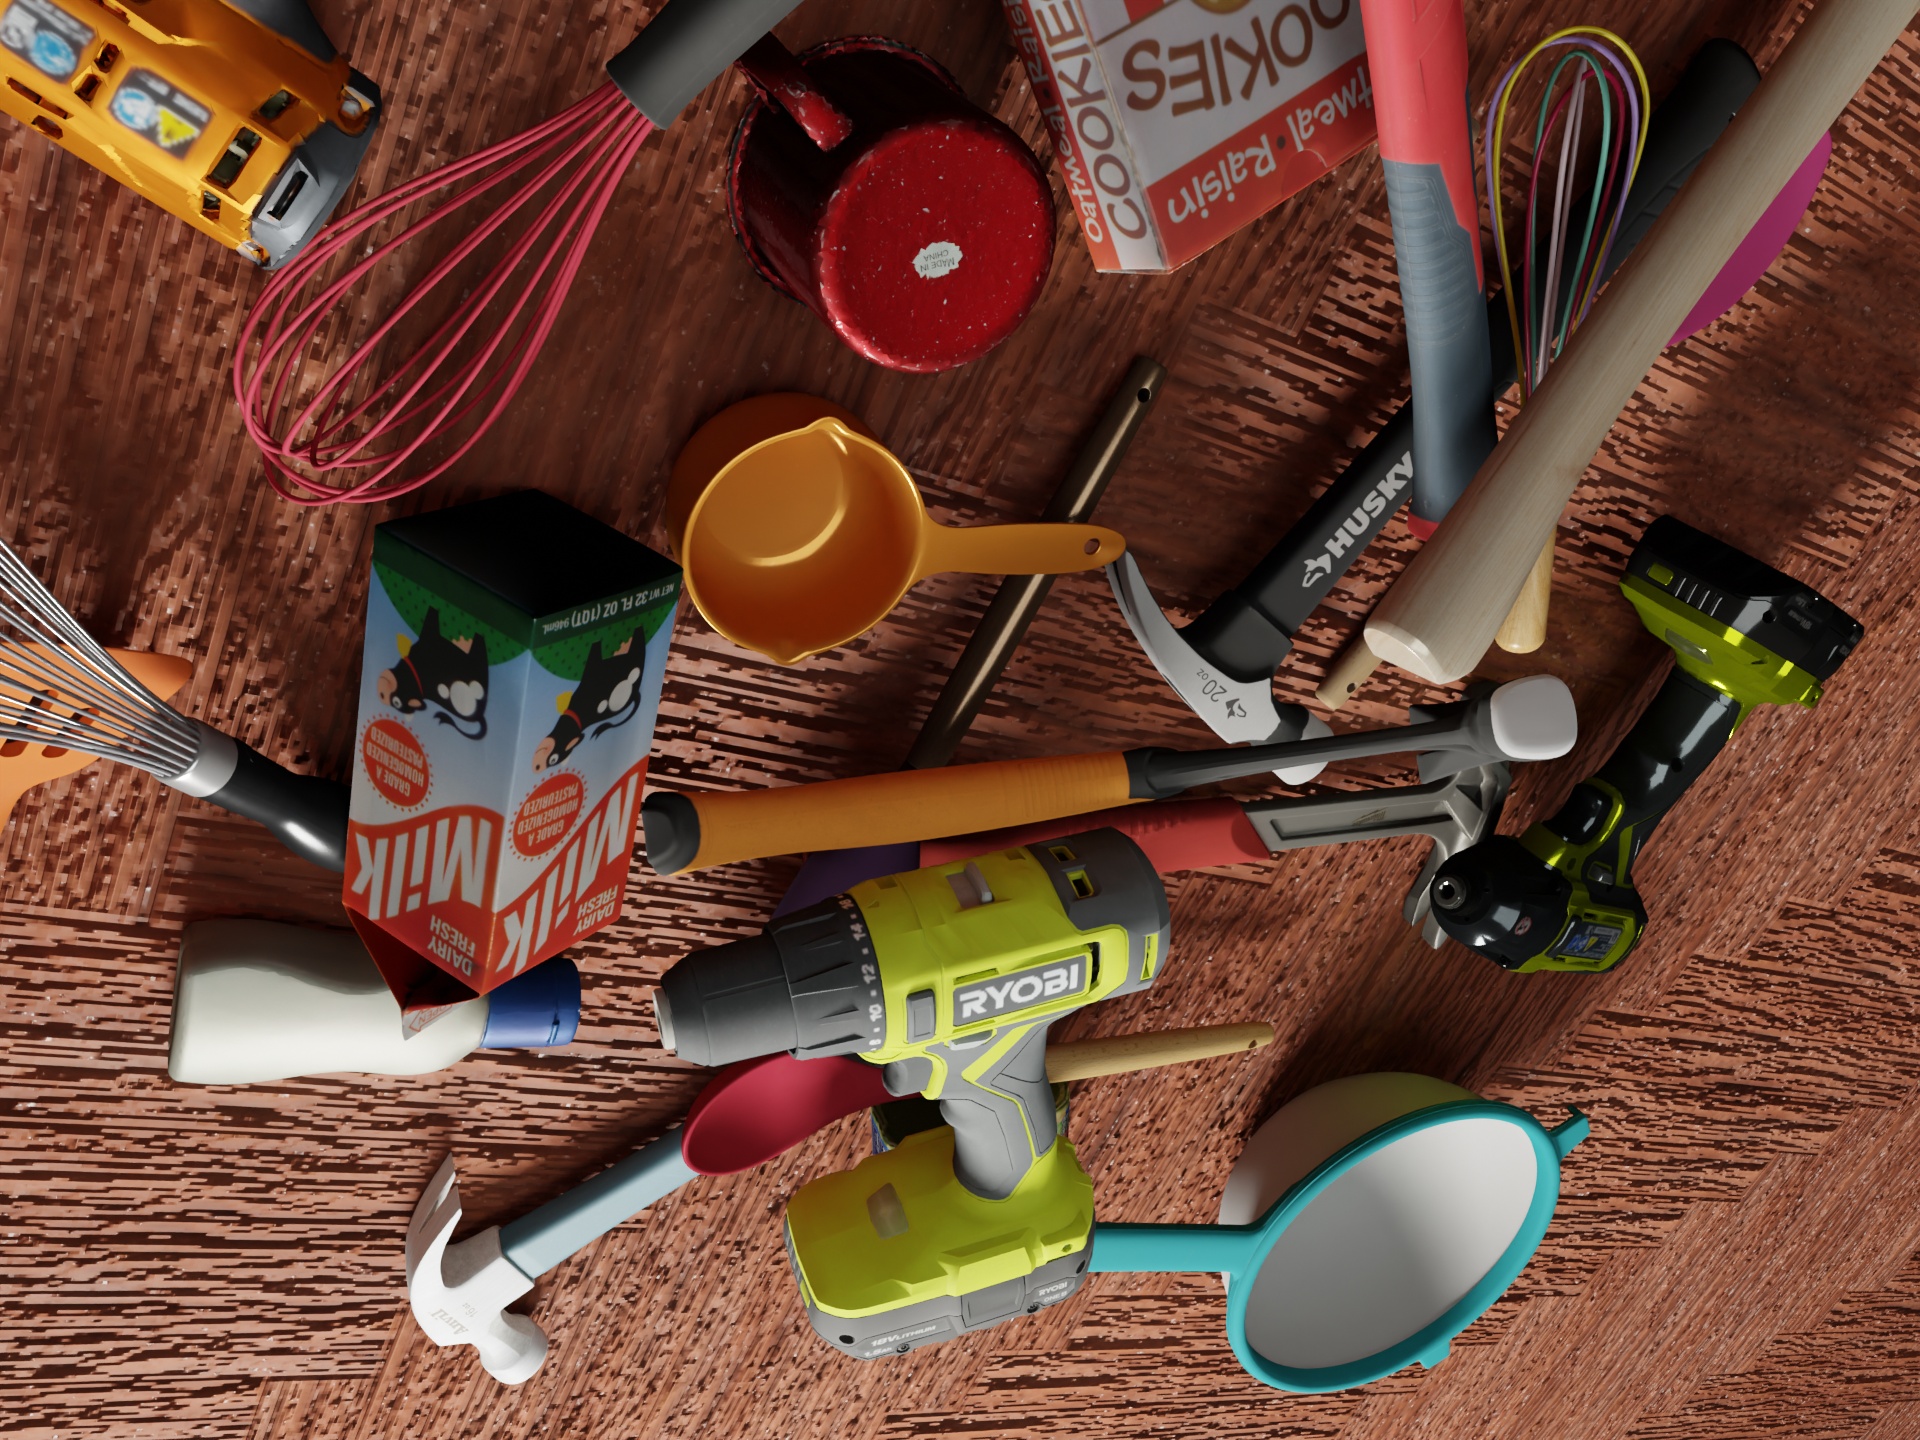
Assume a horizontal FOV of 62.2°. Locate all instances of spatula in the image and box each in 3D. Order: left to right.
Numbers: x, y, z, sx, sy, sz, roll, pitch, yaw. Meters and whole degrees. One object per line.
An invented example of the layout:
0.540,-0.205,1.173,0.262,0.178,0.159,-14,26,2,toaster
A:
-0.355,0.096,0.554,0.081,0.041,0.322,4,123,-47,spatula
-0.001,-0.002,0.637,0.059,0.018,0.316,25,99,-27,spatula

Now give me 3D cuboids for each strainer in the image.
0.169,0.263,0.875,0.340,0.095,0.211,10,114,-27,strainer

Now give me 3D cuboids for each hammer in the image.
-0.105,0.187,0.736,0.331,0.033,0.128,-31,130,-3,hammer
0.049,0.023,0.610,0.337,0.127,0.034,-7,85,-5,hammer
0.102,0.061,0.745,0.359,0.037,0.149,-4,123,-23,hammer
0.198,-0.135,0.650,0.146,0.035,0.335,36,99,-27,hammer
0.154,-0.204,0.500,0.143,0.038,0.385,-50,142,-18,hammer
0.271,-0.191,0.573,0.410,0.038,0.146,-53,137,-5,hammer

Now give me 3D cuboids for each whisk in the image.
-0.253,0.000,0.478,0.070,0.070,0.284,-35,153,1,whisk
-0.106,-0.165,0.455,0.296,0.073,0.073,-39,130,16,whisk
0.231,-0.137,0.617,0.047,0.051,0.244,-16,120,-17,whisk

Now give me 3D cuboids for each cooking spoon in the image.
0.265,-0.130,0.703,0.068,0.017,0.319,26,108,-43,cooking spoon

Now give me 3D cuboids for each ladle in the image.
0.019,0.163,0.741,0.315,0.031,0.069,-2,126,-28,ladle

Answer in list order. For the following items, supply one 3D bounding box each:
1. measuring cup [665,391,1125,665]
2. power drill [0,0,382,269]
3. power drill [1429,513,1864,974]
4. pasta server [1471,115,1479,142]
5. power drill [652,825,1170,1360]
-0.024,-0.074,0.587,0.173,0.052,0.095,-2,122,-26,measuring cup
-0.182,-0.244,0.384,0.164,0.084,0.226,30,110,-36,power drill
0.321,0.023,0.769,0.171,0.080,0.223,13,111,-45,power drill
0.066,-0.248,0.521,0.316,0.040,0.060,11,98,-31,pasta server
-0.019,0.153,0.641,0.190,0.080,0.228,-12,128,-17,power drill
